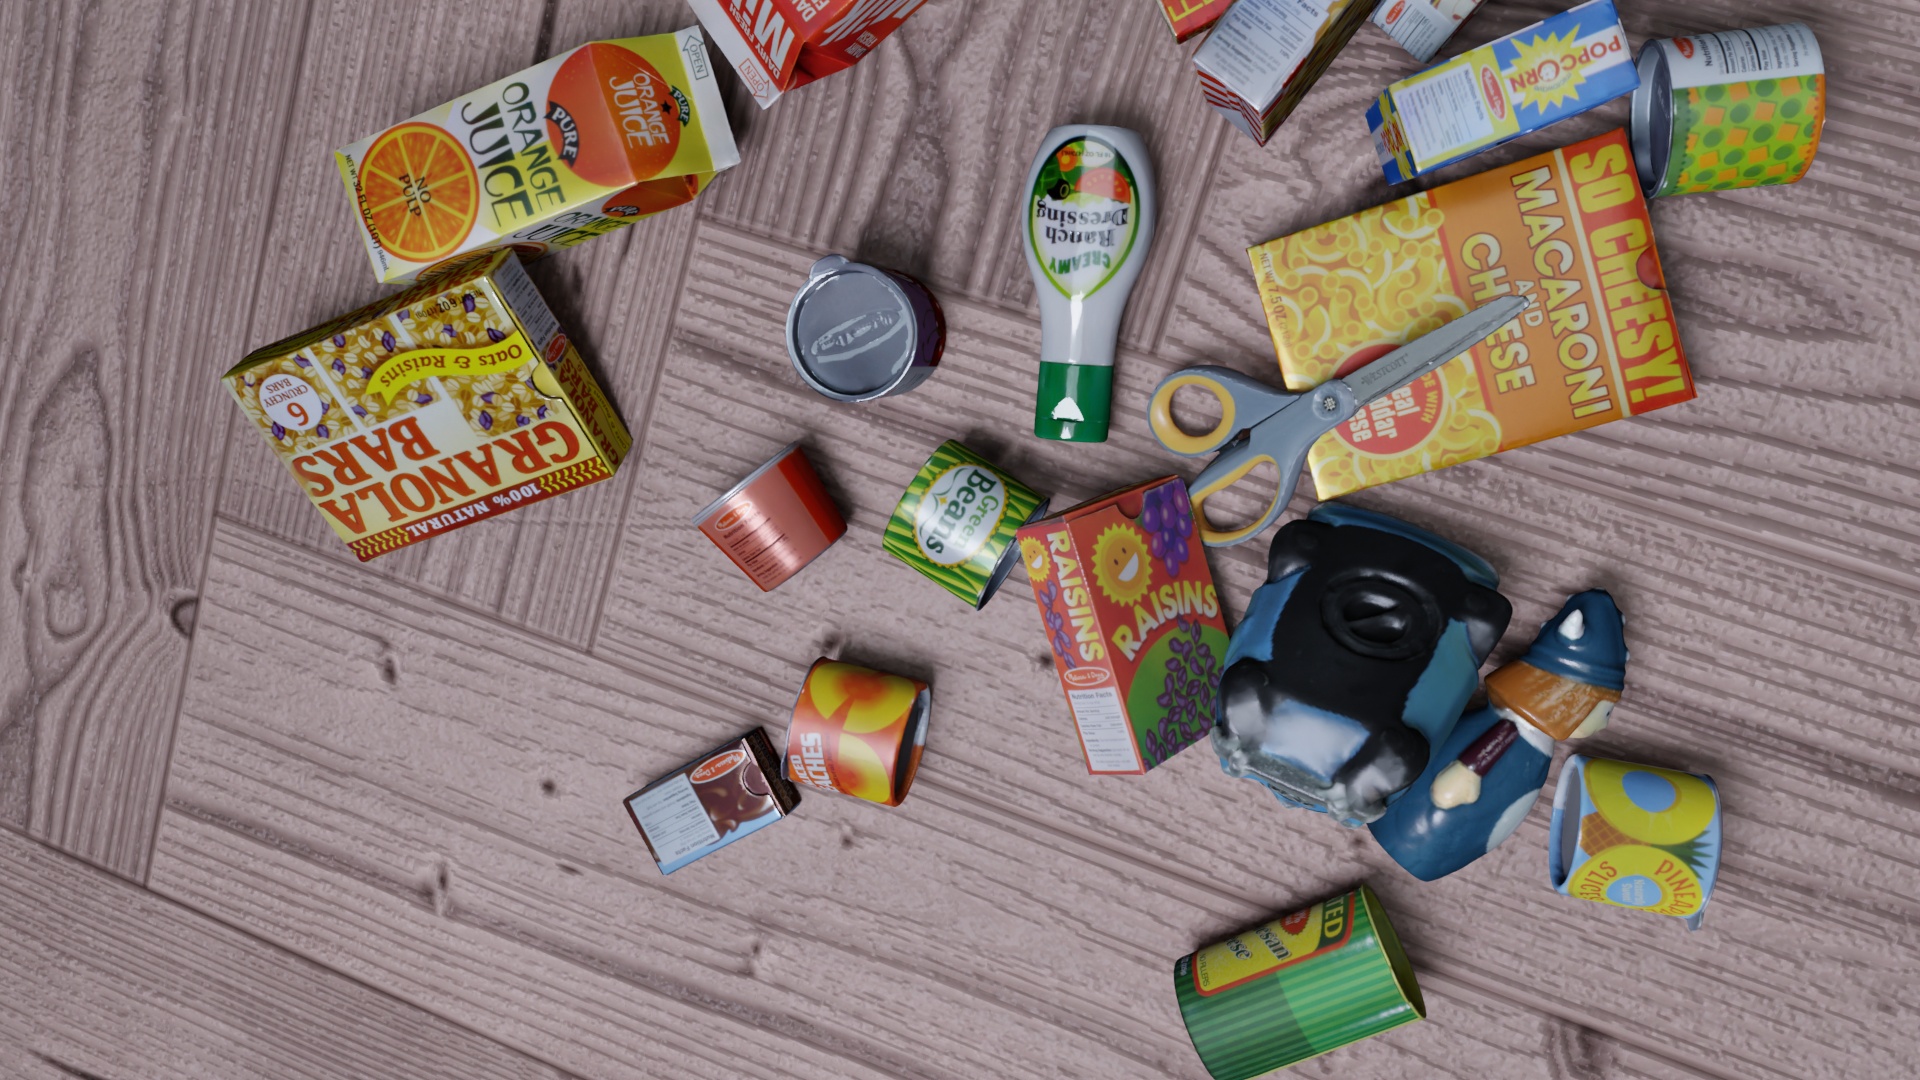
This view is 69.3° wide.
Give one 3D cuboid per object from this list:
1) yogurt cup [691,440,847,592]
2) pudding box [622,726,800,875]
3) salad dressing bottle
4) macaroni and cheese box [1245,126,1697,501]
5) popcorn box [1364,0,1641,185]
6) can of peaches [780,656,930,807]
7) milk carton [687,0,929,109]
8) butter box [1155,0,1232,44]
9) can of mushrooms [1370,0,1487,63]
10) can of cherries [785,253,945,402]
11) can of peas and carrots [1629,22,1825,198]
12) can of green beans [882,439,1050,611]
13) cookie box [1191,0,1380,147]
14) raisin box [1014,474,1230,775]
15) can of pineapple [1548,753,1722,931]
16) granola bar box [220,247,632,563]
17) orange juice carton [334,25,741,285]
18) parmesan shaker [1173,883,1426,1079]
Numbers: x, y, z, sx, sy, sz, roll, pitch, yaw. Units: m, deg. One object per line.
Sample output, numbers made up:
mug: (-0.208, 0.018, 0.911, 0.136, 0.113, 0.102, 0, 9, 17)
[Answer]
yogurt cup: (-0.095, -0.010, 0.709, 0.072, 0.072, 0.054, -36, 97, 15)
pudding box: (-0.135, 0.142, 0.756, 0.083, 0.030, 0.049, -29, 90, 15)
salad dressing bottle: (0.059, -0.122, 0.667, 0.064, 0.044, 0.147, 6, 99, 14)
macaroni and cheese box: (0.228, -0.099, 0.632, 0.166, 0.040, 0.123, -16, 95, 15)
popcorn box: (0.219, -0.183, 0.578, 0.085, 0.127, 0.038, -19, 98, 15)
can of peaches: (-0.052, 0.100, 0.710, 0.058, 0.071, 0.071, 12, 101, 10)
milk carton: (-0.041, -0.291, 0.652, 0.190, 0.073, 0.072, -35, 89, 16)
butter box: (0.102, -0.289, 0.644, 0.053, 0.024, 0.103, -25, 91, 16)
can of mushrooms: (0.215, -0.244, 0.602, 0.033, 0.071, 0.071, 43, 105, 3)
can of cherries: (-0.046, -0.105, 0.687, 0.071, 0.058, 0.071, 2, 99, 14)
can of peas and carrots: (0.321, -0.179, 0.587, 0.059, 0.071, 0.071, -3, 97, 13)
can of green beans: (0.003, -0.008, 0.684, 0.058, 0.071, 0.071, 33, 104, 7)
cookie box: (0.166, -0.252, 0.582, 0.040, 0.123, 0.167, 40, 105, 4)
raisin box: (0.083, 0.039, 0.660, 0.040, 0.086, 0.123, -13, 95, 50)
can of pineapple: (0.305, 0.135, 0.631, 0.058, 0.071, 0.071, 8, 100, 13)
granola bar box: (-0.278, -0.067, 0.731, 0.165, 0.039, 0.123, -17, 121, 15)
orange juice carton: (-0.206, -0.192, 0.705, 0.192, 0.073, 0.071, -17, 94, 14)
parmesan shaker: (0.163, 0.218, 0.675, 0.103, 0.071, 0.071, -27, 91, 15)
